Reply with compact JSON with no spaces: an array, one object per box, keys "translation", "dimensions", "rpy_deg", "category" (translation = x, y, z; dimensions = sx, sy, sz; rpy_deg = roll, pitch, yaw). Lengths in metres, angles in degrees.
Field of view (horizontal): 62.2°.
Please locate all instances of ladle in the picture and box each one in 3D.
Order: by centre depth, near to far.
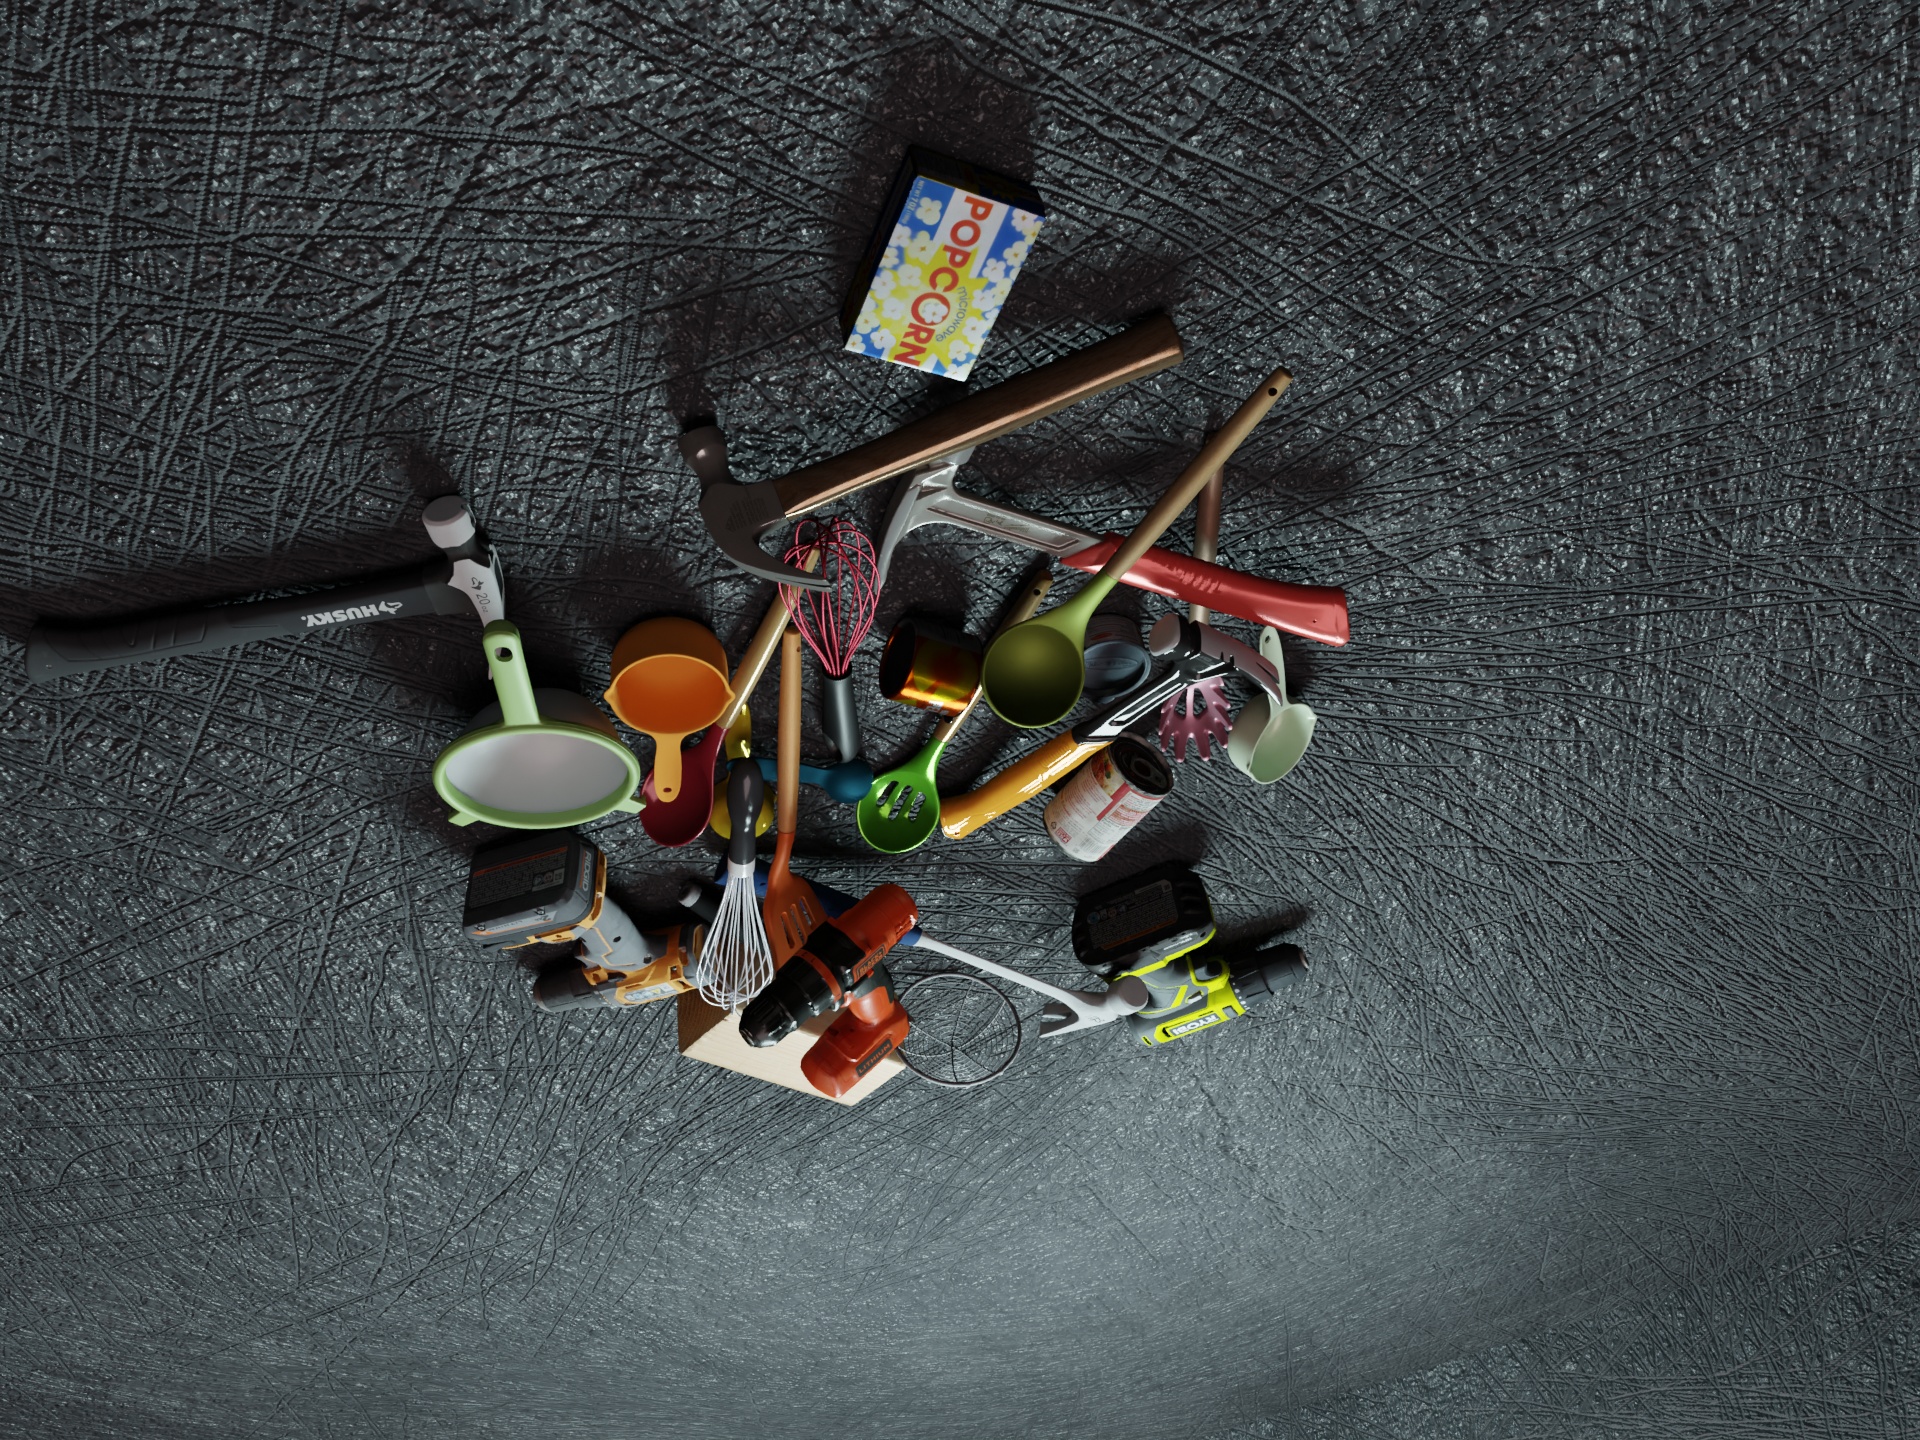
[{"translation":[0.120,-0.114,1.092],"dimensions":[0.078,0.062,0.320],"rpy_deg":[30,124,-15],"category":"ladle"},{"translation":[-0.176,-0.017,1.228],"dimensions":[0.031,0.069,0.315],"rpy_deg":[-26,155,-51],"category":"ladle"}]

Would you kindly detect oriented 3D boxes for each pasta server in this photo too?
[{"translation":[0.186,-0.087,1.225],"dimensions":[0.060,0.040,0.316],"rpy_deg":[-4,137,0],"category":"pasta server"}]

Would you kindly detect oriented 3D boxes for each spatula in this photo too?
[{"translation":[-0.131,0.070,1.278],"dimensions":[0.041,0.081,0.322],"rpy_deg":[22,126,24],"category":"spatula"}]

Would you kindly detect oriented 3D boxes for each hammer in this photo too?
[{"translation":[-0.011,-0.185,1.038],"dimensions":[0.331,0.130,0.031],"rpy_deg":[-22,171,1],"category":"hammer"},{"translation":[-0.483,-0.067,1.109],"dimensions":[0.335,0.035,0.146],"rpy_deg":[-10,138,-1],"category":"hammer"},{"translation":[0.120,-0.109,1.159],"dimensions":[0.359,0.037,0.149],"rpy_deg":[15,132,-17],"category":"hammer"},{"translation":[0.099,0.021,1.283],"dimensions":[0.127,0.034,0.337],"rpy_deg":[22,141,-33],"category":"hammer"},{"translation":[-0.034,0.204,1.451],"dimensions":[0.405,0.035,0.144],"rpy_deg":[24,148,-19],"category":"hammer"}]

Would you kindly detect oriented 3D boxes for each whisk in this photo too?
[{"translation":[-0.092,-0.050,1.181],"dimensions":[0.073,0.073,0.295],"rpy_deg":[-6,148,-5],"category":"whisk"},{"translation":[-0.186,0.142,1.338],"dimensions":[0.070,0.070,0.284],"rpy_deg":[0,128,-12],"category":"whisk"}]

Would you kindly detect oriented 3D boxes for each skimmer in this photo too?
[{"translation":[-0.097,0.232,1.484],"dimensions":[0.090,0.127,0.363],"rpy_deg":[-31,126,33],"category":"skimmer"}]

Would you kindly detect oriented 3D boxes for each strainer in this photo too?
[{"translation":[-0.317,-0.010,1.165],"dimensions":[0.151,0.069,0.256],"rpy_deg":[-4,147,-8],"category":"strainer"}]

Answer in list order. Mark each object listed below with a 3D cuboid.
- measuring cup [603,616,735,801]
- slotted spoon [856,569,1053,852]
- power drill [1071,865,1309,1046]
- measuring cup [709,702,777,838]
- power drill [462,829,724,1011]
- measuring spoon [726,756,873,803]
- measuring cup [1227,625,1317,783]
[{"translation":[-0.223,-0.009,1.217],"dimensions":[0.095,0.052,0.173],"rpy_deg":[0,139,-12],"category":"measuring cup"},{"translation":[-0.002,-0.004,1.285],"dimensions":[0.070,0.031,0.313],"rpy_deg":[27,127,-8],"category":"slotted spoon"},{"translation":[0.225,0.233,1.562],"dimensions":[0.190,0.080,0.228],"rpy_deg":[-24,140,16],"category":"power drill"},{"translation":[-0.180,0.043,1.298],"dimensions":[0.062,0.029,0.156],"rpy_deg":[-3,137,-9],"category":"measuring cup"},{"translation":[-0.341,0.191,1.395],"dimensions":[0.185,0.084,0.226],"rpy_deg":[-16,144,18],"category":"power drill"},{"translation":[-0.129,0.048,1.298],"dimensions":[0.128,0.021,0.042],"rpy_deg":[8,119,-27],"category":"measuring spoon"},{"translation":[0.247,-0.021,1.301],"dimensions":[0.083,0.038,0.167],"rpy_deg":[-36,135,-20],"category":"measuring cup"}]
